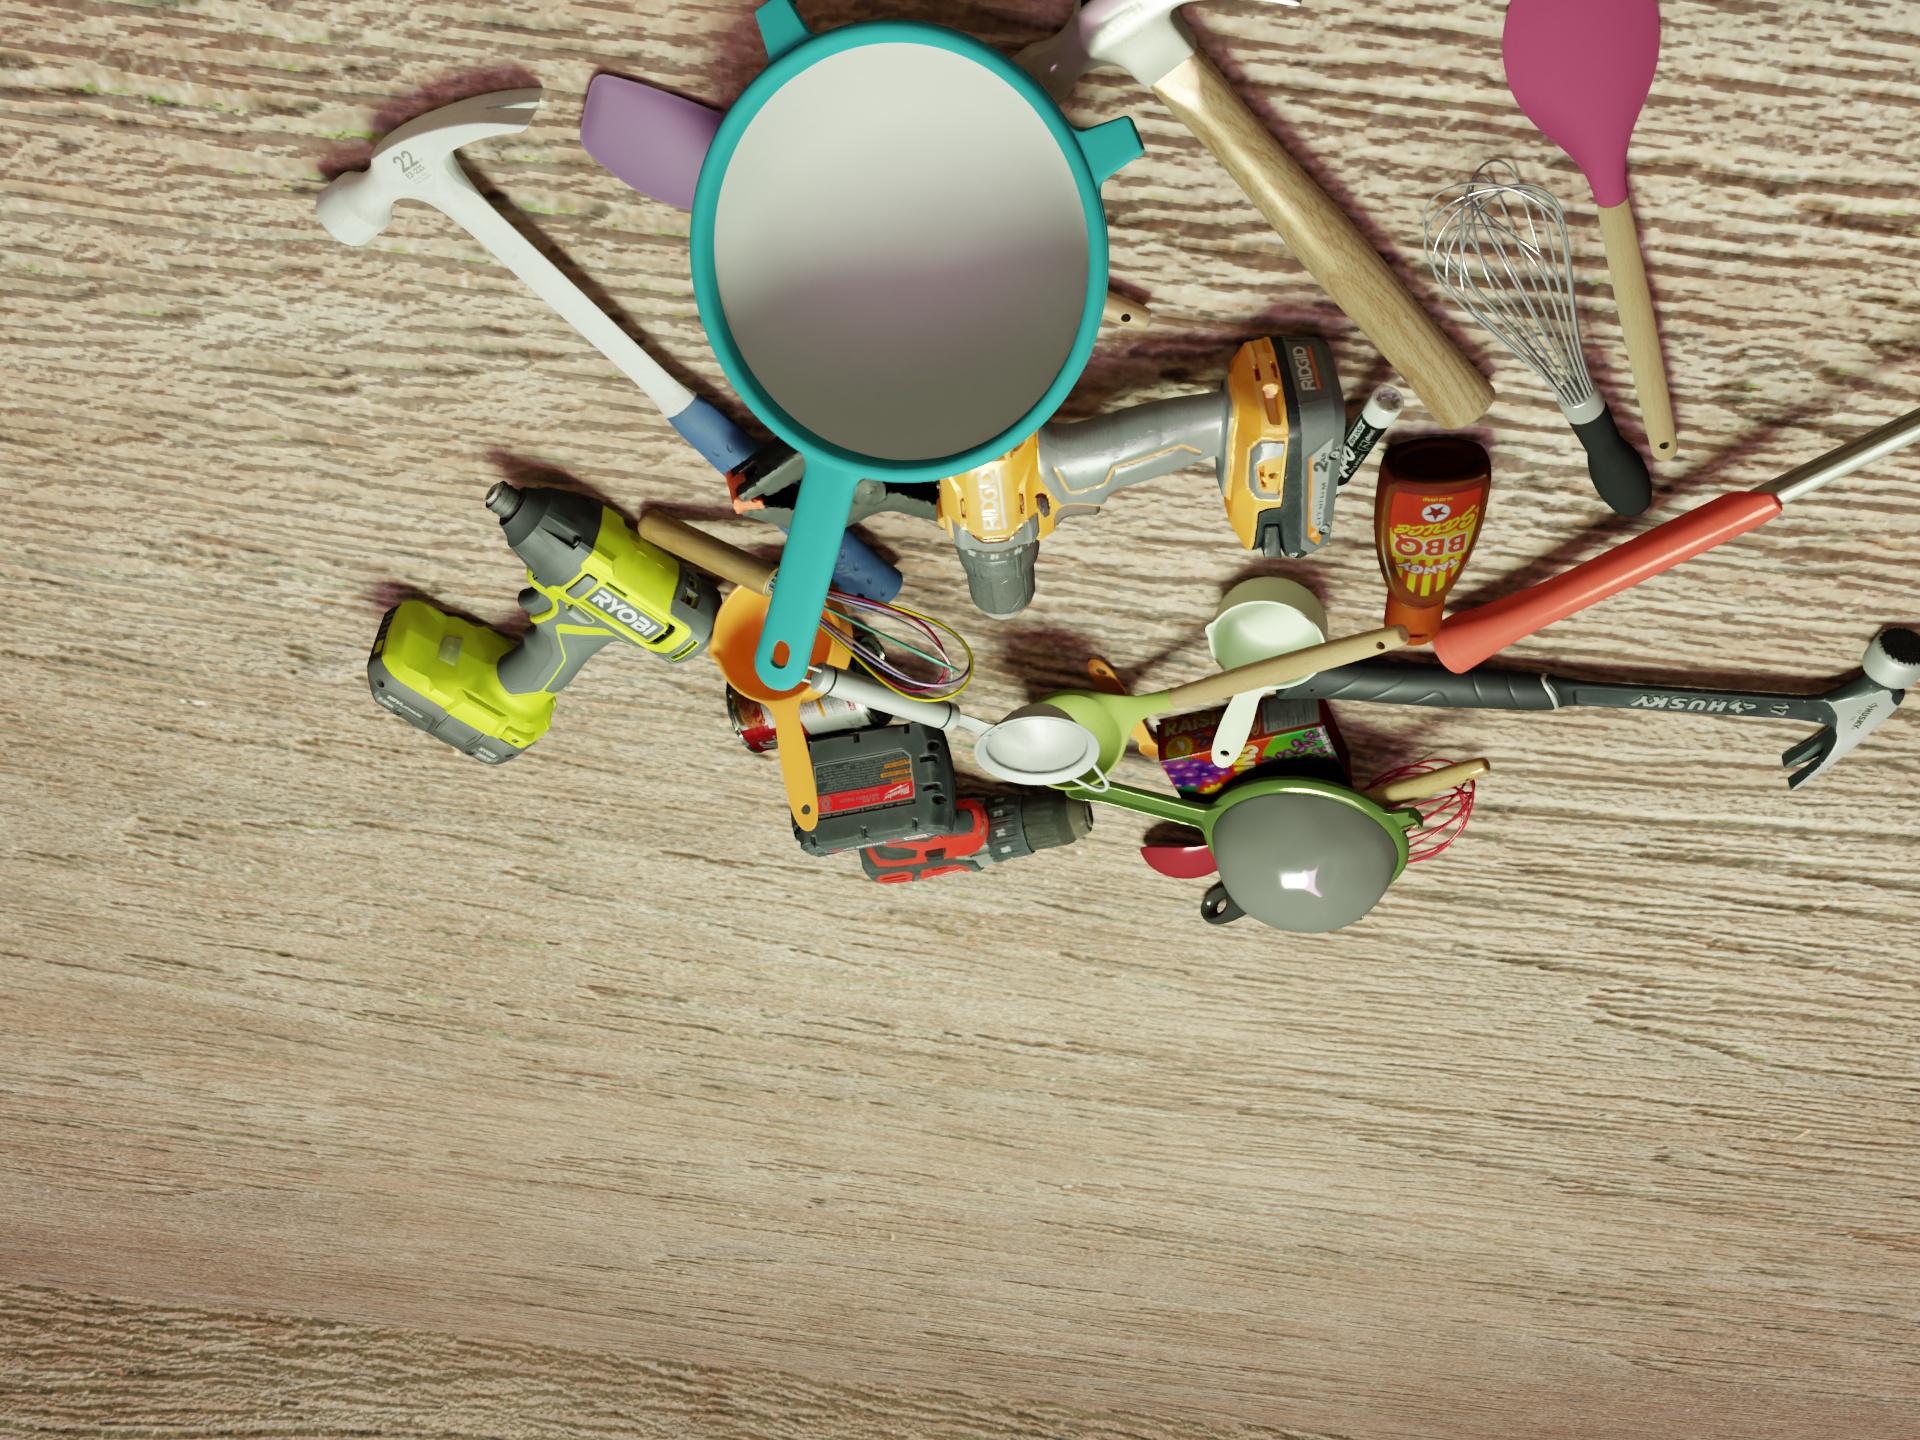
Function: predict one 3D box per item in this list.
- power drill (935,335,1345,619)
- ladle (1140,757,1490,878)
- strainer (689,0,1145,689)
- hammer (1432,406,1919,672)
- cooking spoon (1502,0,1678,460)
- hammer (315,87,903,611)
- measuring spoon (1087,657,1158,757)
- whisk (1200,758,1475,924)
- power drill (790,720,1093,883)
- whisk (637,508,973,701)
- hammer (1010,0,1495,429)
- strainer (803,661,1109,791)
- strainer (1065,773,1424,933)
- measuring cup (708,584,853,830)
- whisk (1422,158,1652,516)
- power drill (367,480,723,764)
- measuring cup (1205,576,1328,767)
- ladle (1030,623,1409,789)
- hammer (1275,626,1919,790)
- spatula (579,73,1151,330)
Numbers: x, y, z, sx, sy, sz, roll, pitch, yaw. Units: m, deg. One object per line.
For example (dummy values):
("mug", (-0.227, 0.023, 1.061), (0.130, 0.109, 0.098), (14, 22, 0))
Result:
("power drill", (0.098, -0.134, 0.928), (0.226, 0.084, 0.185), (-5, 143, 3))
("ladle", (0.258, 0.076, 1.195), (0.069, 0.031, 0.315), (14, 154, -38))
("strainer", (-0.039, -0.176, 0.817), (0.211, 0.095, 0.340), (24, 116, 10))
("hammer", (0.424, -0.105, 0.916), (0.036, 0.149, 0.359), (50, 136, -8))
("cooking spoon", (0.340, -0.248, 0.817), (0.069, 0.017, 0.318), (-13, 138, 24))
("hammer", (-0.168, -0.195, 0.936), (0.144, 0.035, 0.405), (-21, 135, 31))
("measuring spoon", (0.121, -0.011, 1.162), (0.021, 0.011, 0.116), (-2, 141, 35))
("whisk", (0.288, 0.106, 1.252), (0.073, 0.073, 0.296), (25, 144, -23))
("power drill", (-0.012, 0.068, 1.185), (0.188, 0.080, 0.226), (-11, 162, 15))
("whisk", (-0.102, -0.076, 1.009), (0.245, 0.051, 0.047), (26, 103, 14))
("hammer", (0.179, -0.258, 0.815), (0.130, 0.031, 0.331), (-27, 132, 36))
("strainer", (-0.002, -0.003, 1.055), (0.258, 0.050, 0.087), (17, 143, -34))
("strainer", (0.197, 0.097, 1.163), (0.256, 0.069, 0.151), (15, 144, 3))
("measuring cup", (-0.108, -0.013, 1.065), (0.095, 0.174, 0.052), (-12, 176, 17))
("whisk", (0.327, -0.193, 0.862), (0.070, 0.070, 0.284), (-20, 140, 30))
("power drill", (-0.297, -0.068, 1.088), (0.223, 0.080, 0.171), (-30, 131, 32))
("measuring cup", (0.200, -0.032, 1.086), (0.083, 0.038, 0.167), (17, 139, 6))
("ladle", (0.157, -0.012, 1.055), (0.320, 0.062, 0.078), (-17, 118, 49))
("hammer", (0.424, -0.017, 1.094), (0.409, 0.036, 0.149), (4, 143, 3))
("spatula", (-0.045, -0.264, 0.845), (0.315, 0.018, 0.059), (16, 134, -12))
